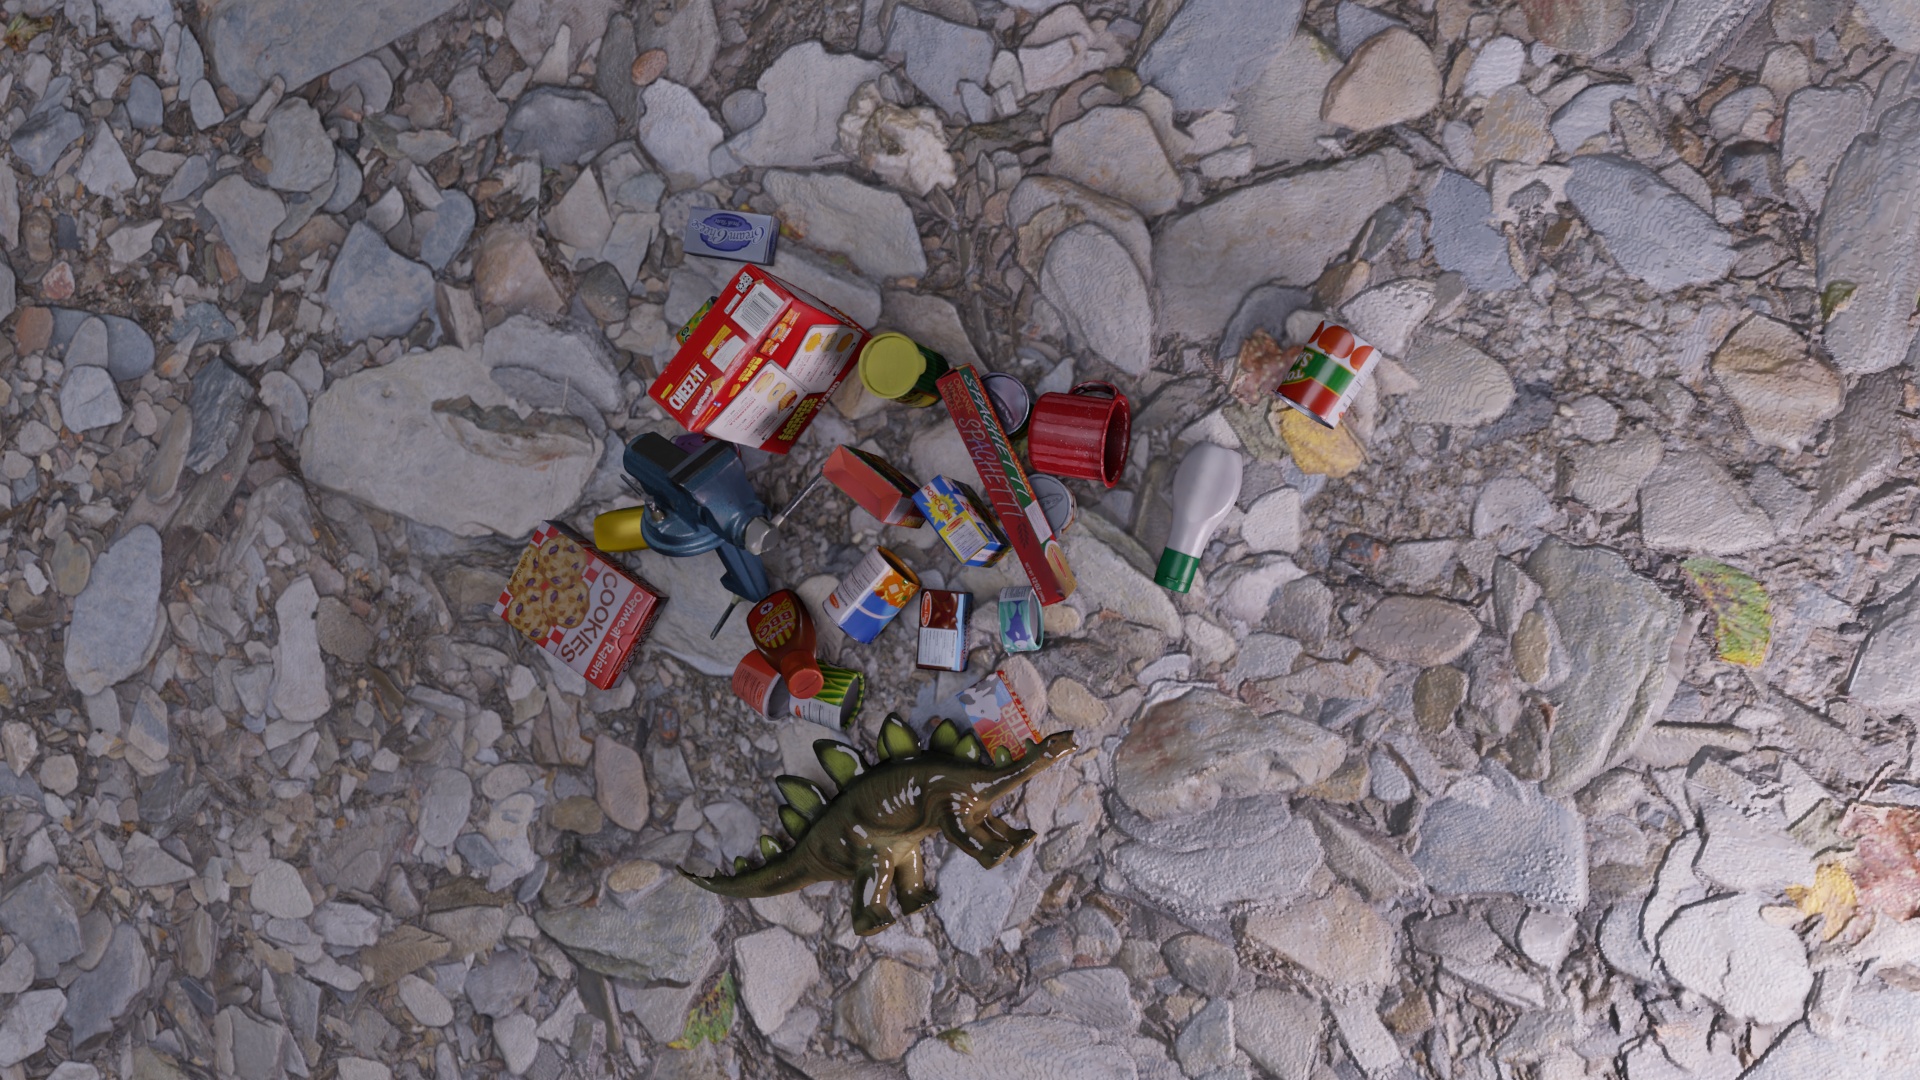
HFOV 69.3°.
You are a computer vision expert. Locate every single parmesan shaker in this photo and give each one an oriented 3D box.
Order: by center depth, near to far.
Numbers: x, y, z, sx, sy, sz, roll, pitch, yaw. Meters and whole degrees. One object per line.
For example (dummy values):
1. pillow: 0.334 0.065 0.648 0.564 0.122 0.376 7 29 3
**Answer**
1. parmesan shaker: -0.053 -0.172 1.418 0.071 0.103 0.071 0 89 17

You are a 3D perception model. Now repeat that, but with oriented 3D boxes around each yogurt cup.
1. yogurt cup: -0.205 0.150 1.474 0.054 0.072 0.072 25 96 24

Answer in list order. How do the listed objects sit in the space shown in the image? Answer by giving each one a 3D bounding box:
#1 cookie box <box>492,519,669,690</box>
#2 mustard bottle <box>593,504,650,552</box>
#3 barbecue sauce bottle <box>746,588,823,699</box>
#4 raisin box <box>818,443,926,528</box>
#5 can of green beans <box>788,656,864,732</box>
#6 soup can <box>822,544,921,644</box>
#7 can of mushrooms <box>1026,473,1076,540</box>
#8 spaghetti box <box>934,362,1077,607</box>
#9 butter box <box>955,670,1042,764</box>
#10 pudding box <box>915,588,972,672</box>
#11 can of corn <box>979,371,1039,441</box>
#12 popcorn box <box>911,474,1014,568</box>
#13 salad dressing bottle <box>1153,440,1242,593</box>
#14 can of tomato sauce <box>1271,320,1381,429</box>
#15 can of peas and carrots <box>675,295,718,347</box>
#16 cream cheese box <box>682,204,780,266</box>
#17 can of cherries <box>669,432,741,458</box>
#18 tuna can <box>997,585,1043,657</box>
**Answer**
1. cookie box: -0.425 0.072 1.552 0.167 0.040 0.122 33 97 15
2. mustard bottle: -0.316 -0.019 1.514 0.160 0.065 0.049 -8 91 9
3. barbecue sauce bottle: -0.176 0.109 1.430 0.065 0.043 0.149 -36 34 0
4. raisin box: -0.081 -0.053 1.412 0.086 0.123 0.040 38 98 14
5. can of green beans: -0.139 0.161 1.452 0.058 0.071 0.071 16 93 16
6. soup can: -0.090 0.057 1.443 0.071 0.071 0.083 45 100 13
7. can of mushrooms: 0.084 -0.032 1.410 0.071 0.033 0.071 -1 88 16
8. spaghetti box: 0.046 -0.056 1.363 0.028 0.050 0.250 -24 95 23
9. butter box: 0.044 0.189 1.419 0.053 0.024 0.103 -33 79 14
10. pudding box: -0.016 0.093 1.437 0.049 0.030 0.083 3 89 18
11. can of corn: 0.042 -0.133 1.412 0.071 0.058 0.071 0 89 16
12. popcorn box: 0.005 -0.017 1.384 0.038 0.127 0.085 -39 79 9
13. salad dressing bottle: 0.230 -0.023 1.362 0.064 0.044 0.147 20 95 14
14. can of tomato sauce: 0.347 -0.159 1.319 0.071 0.071 0.083 34 97 15
15. can of peas and carrots: -0.265 -0.220 1.499 0.058 0.071 0.071 -44 78 12
16. cream cheese box: -0.251 -0.334 1.523 0.104 0.024 0.053 11 92 16
17. can of cherries: -0.276 -0.083 1.500 0.058 0.071 0.071 -9 86 15
18. tuna can: 0.061 0.081 1.396 0.033 0.071 0.071 -6 87 16
